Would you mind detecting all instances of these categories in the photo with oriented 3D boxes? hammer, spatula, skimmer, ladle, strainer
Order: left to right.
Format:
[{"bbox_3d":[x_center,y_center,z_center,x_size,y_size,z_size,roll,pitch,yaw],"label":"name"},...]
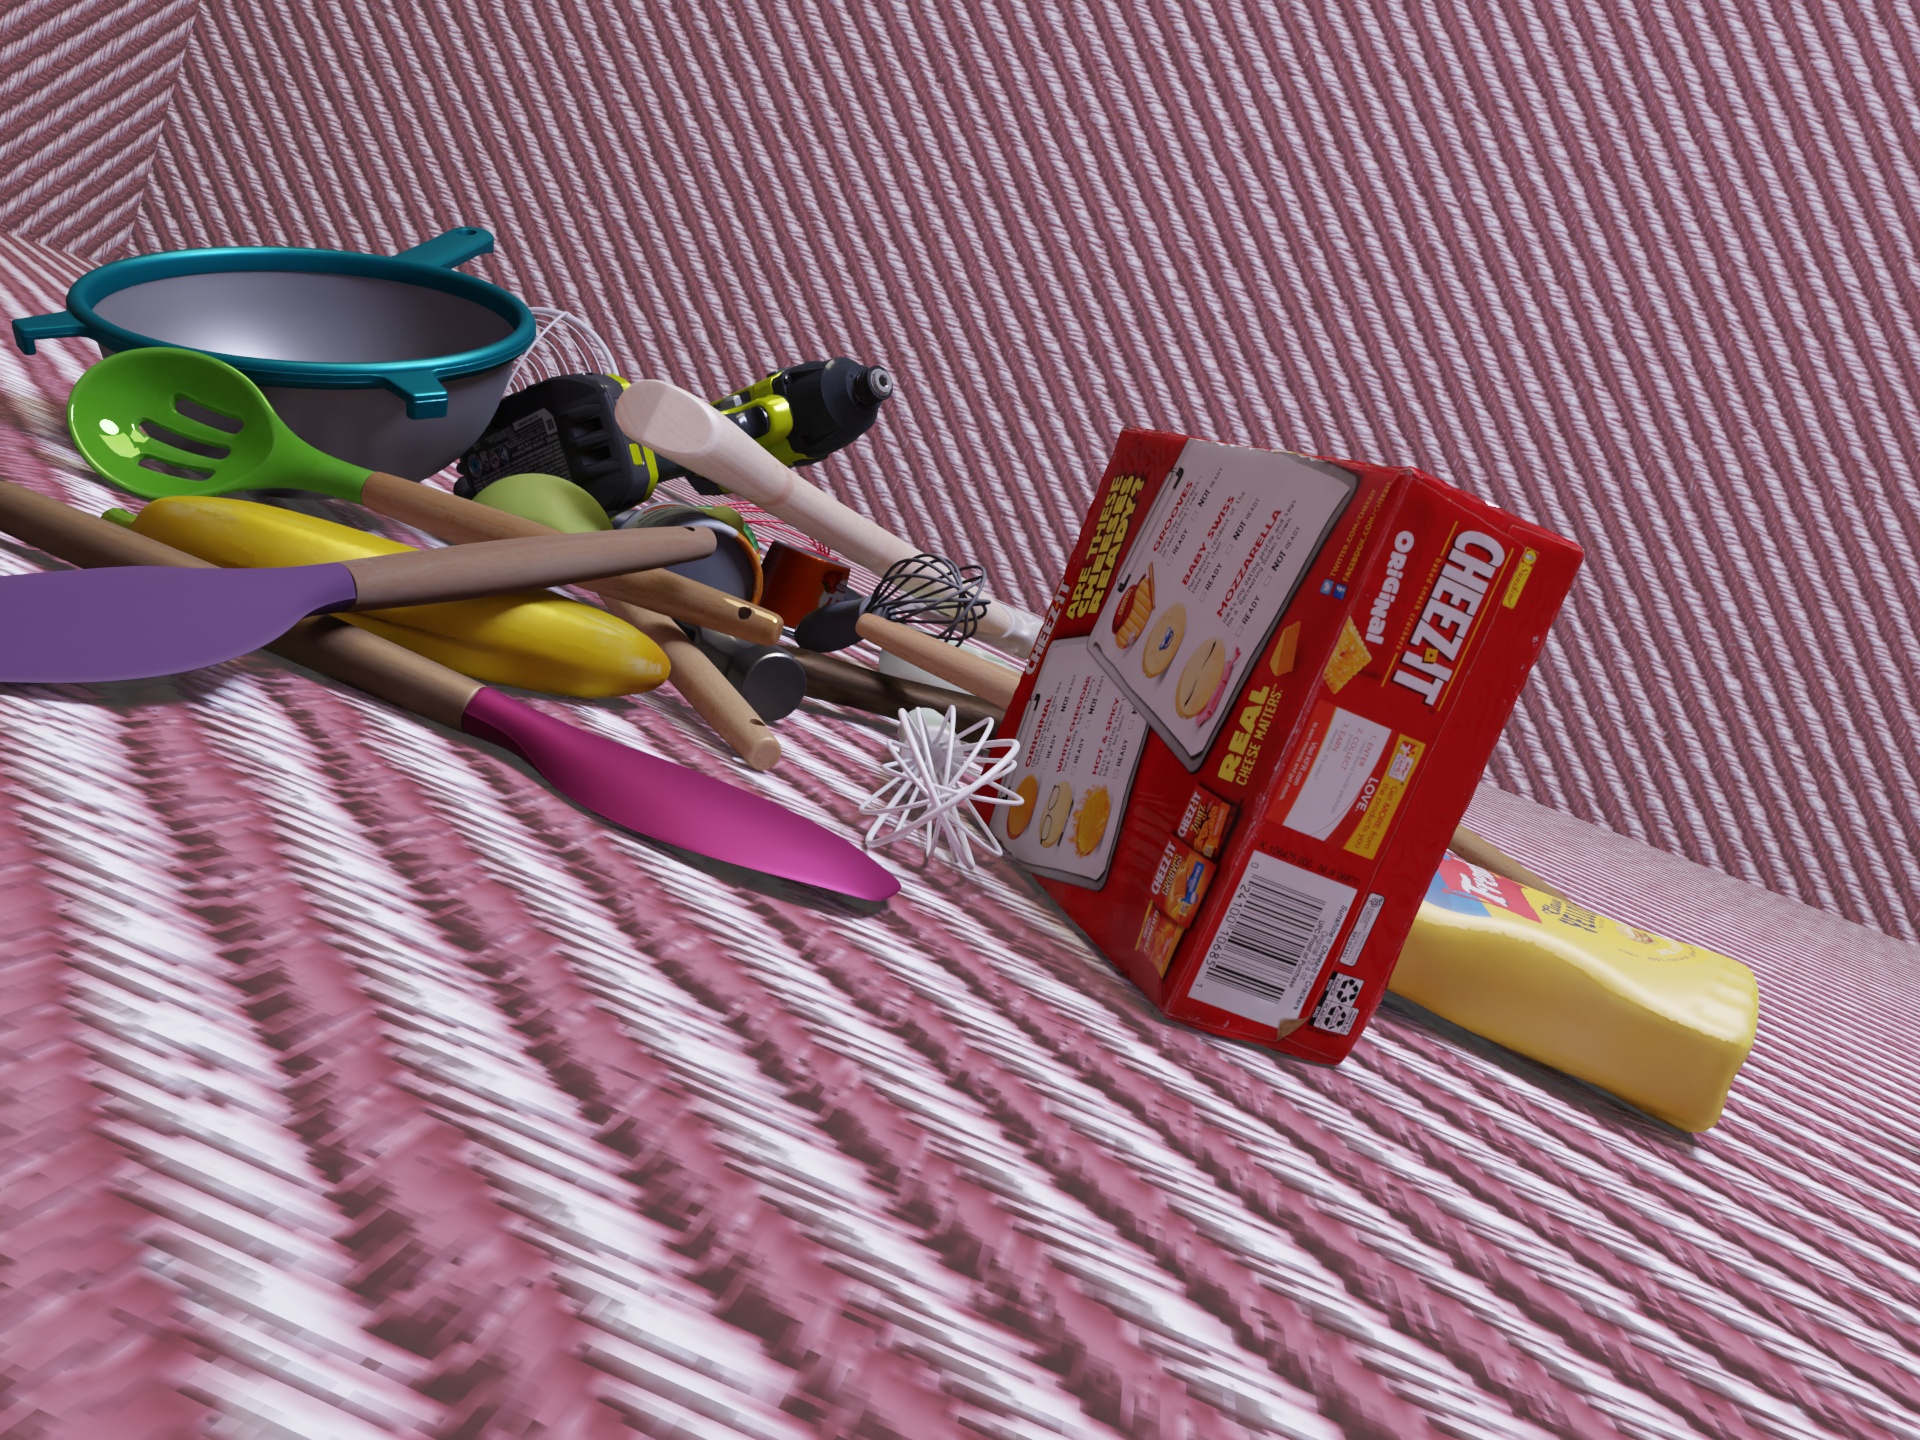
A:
[{"bbox_3d":[-0.317,-0.193,0.850,0.211,0.095,0.341,9,26,0],"label":"strainer"},{"bbox_3d":[-0.167,-0.042,0.481,0.060,0.018,0.316,26,20,19],"label":"spatula"},{"bbox_3d":[-0.149,-0.041,0.690,0.078,0.062,0.320,12,17,-35],"label":"ladle"},{"bbox_3d":[-0.176,-0.145,1.089,0.363,0.127,0.090,30,14,-26],"label":"skimmer"},{"bbox_3d":[-0.066,-0.107,0.922,0.146,0.038,0.410,25,0,29],"label":"hammer"},{"bbox_3d":[-0.001,-0.003,0.809,0.331,0.031,0.130,15,9,-39],"label":"hammer"},{"bbox_3d":[0.080,0.025,0.711,0.318,0.044,0.082,26,10,22],"label":"spatula"},{"bbox_3d":[0.273,0.047,1.000,0.315,0.031,0.069,33,20,-10],"label":"ladle"}]

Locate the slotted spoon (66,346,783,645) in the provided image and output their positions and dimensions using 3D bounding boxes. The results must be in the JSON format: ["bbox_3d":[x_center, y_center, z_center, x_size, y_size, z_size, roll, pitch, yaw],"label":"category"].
[{"bbox_3d":[-0.218,-0.084,0.649,0.314,0.070,0.031,19,-22,8],"label":"slotted spoon"}]

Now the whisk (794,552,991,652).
[{"bbox_3d":[-0.047,-0.055,0.879,0.055,0.055,0.239,18,-9,-23],"label":"whisk"}]

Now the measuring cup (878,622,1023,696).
[{"bbox_3d":[0.021,-0.014,0.937,0.168,0.038,0.083,26,8,34],"label":"measuring cup"}]

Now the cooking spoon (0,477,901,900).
[{"bbox_3d":[-0.163,-0.013,0.464,0.319,0.017,0.069,22,6,9],"label":"cooking spoon"}]

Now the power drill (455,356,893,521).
[{"bbox_3d":[-0.159,-0.163,0.919,0.171,0.080,0.223,-11,8,43],"label":"power drill"}]

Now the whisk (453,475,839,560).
[{"bbox_3d":[-0.216,-0.136,1.138,0.295,0.073,0.073,8,12,-35],"label":"whisk"}]

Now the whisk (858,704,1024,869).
[{"bbox_3d":[-0.011,0.016,0.602,0.058,0.059,0.246,57,0,-5],"label":"whisk"}]
